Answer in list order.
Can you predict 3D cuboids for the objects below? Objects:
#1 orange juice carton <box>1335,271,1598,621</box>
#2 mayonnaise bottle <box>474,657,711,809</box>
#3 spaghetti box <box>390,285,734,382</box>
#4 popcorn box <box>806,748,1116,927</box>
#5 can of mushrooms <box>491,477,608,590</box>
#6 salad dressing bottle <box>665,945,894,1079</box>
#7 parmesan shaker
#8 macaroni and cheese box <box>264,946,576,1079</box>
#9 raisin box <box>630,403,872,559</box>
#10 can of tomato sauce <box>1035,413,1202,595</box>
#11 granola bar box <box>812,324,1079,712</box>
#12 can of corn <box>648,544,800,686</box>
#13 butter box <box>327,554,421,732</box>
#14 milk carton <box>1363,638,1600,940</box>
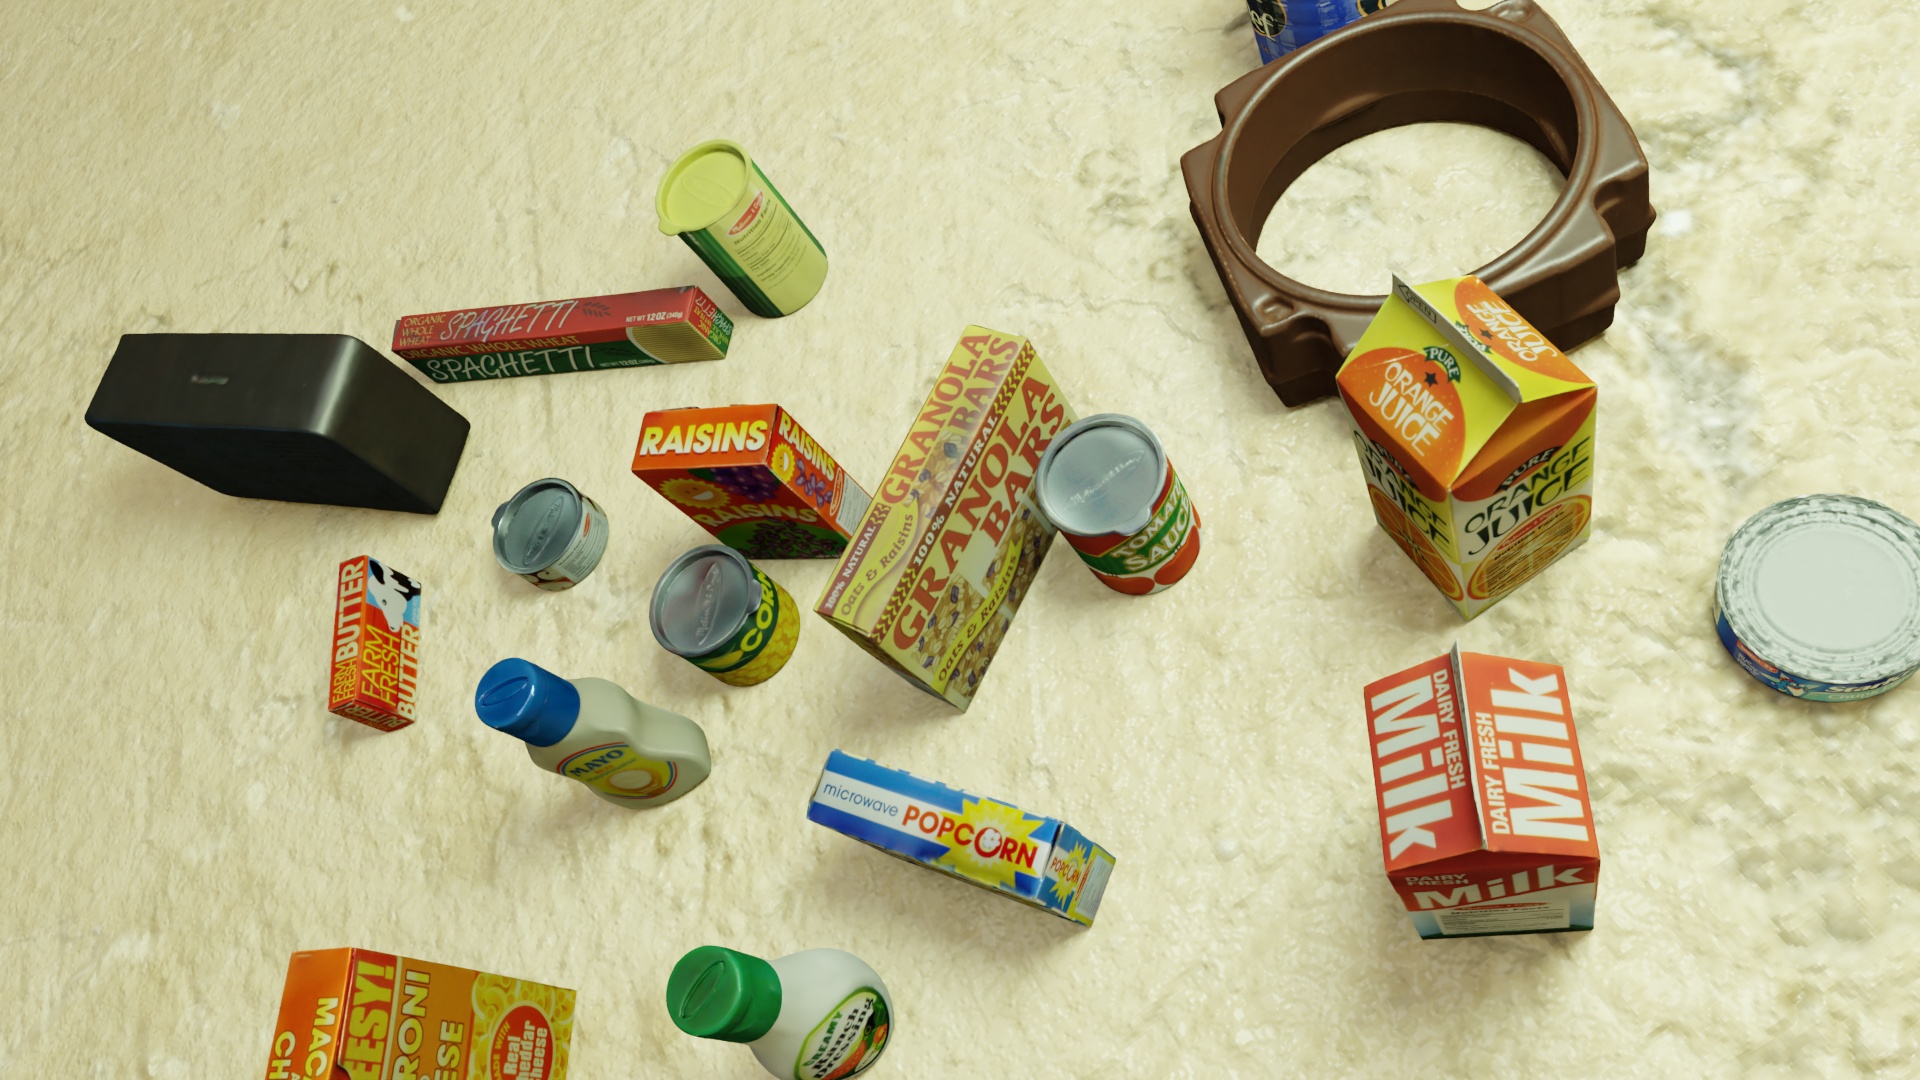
[{"bbox_3d":[0.219,-0.043,0.597,0.073,0.192,0.072,-36,58,4],"label":"orange juice carton"},{"bbox_3d":[-0.194,0.102,0.732,0.064,0.147,0.041,-26,59,11],"label":"mayonnaise bottle"},{"bbox_3d":[-0.273,-0.137,0.937,0.250,0.050,0.029,-1,66,23],"label":"spaghetti box"},{"bbox_3d":[0.001,0.142,0.666,0.127,0.085,0.038,13,72,28],"label":"popcorn box"},{"bbox_3d":[-0.260,-0.004,0.878,0.071,0.033,0.071,-9,63,19],"label":"can of mushrooms"},{"bbox_3d":[-0.080,0.213,0.630,0.044,0.147,0.064,32,82,32],"label":"salad dressing bottle"},{"bbox_3d":[-0.137,-0.192,0.873,0.071,0.103,0.071,-9,63,19],"label":"parmesan shaker"},{"bbox_3d":[-0.256,0.270,0.668,0.040,0.166,0.124,-9,63,20],"label":"macaroni and cheese box"},{"bbox_3d":[-0.112,-0.031,0.774,0.086,0.123,0.040,-1,67,23],"label":"raisin box"},{"bbox_3d":[0.084,-0.015,0.707,0.071,0.083,0.071,-9,63,19],"label":"can of tomato sauce"},{"bbox_3d":[0.003,-0.009,0.714,0.039,0.124,0.166,20,76,30],"label":"granola bar box"},{"bbox_3d":[-0.130,0.043,0.785,0.071,0.058,0.071,-9,63,19],"label":"can of corn"},{"bbox_3d":[-0.370,0.065,0.881,0.024,0.053,0.104,-17,61,16],"label":"butter box"},{"bbox_3d":[0.202,0.102,0.537,0.073,0.190,0.072,-9,63,19],"label":"milk carton"}]
